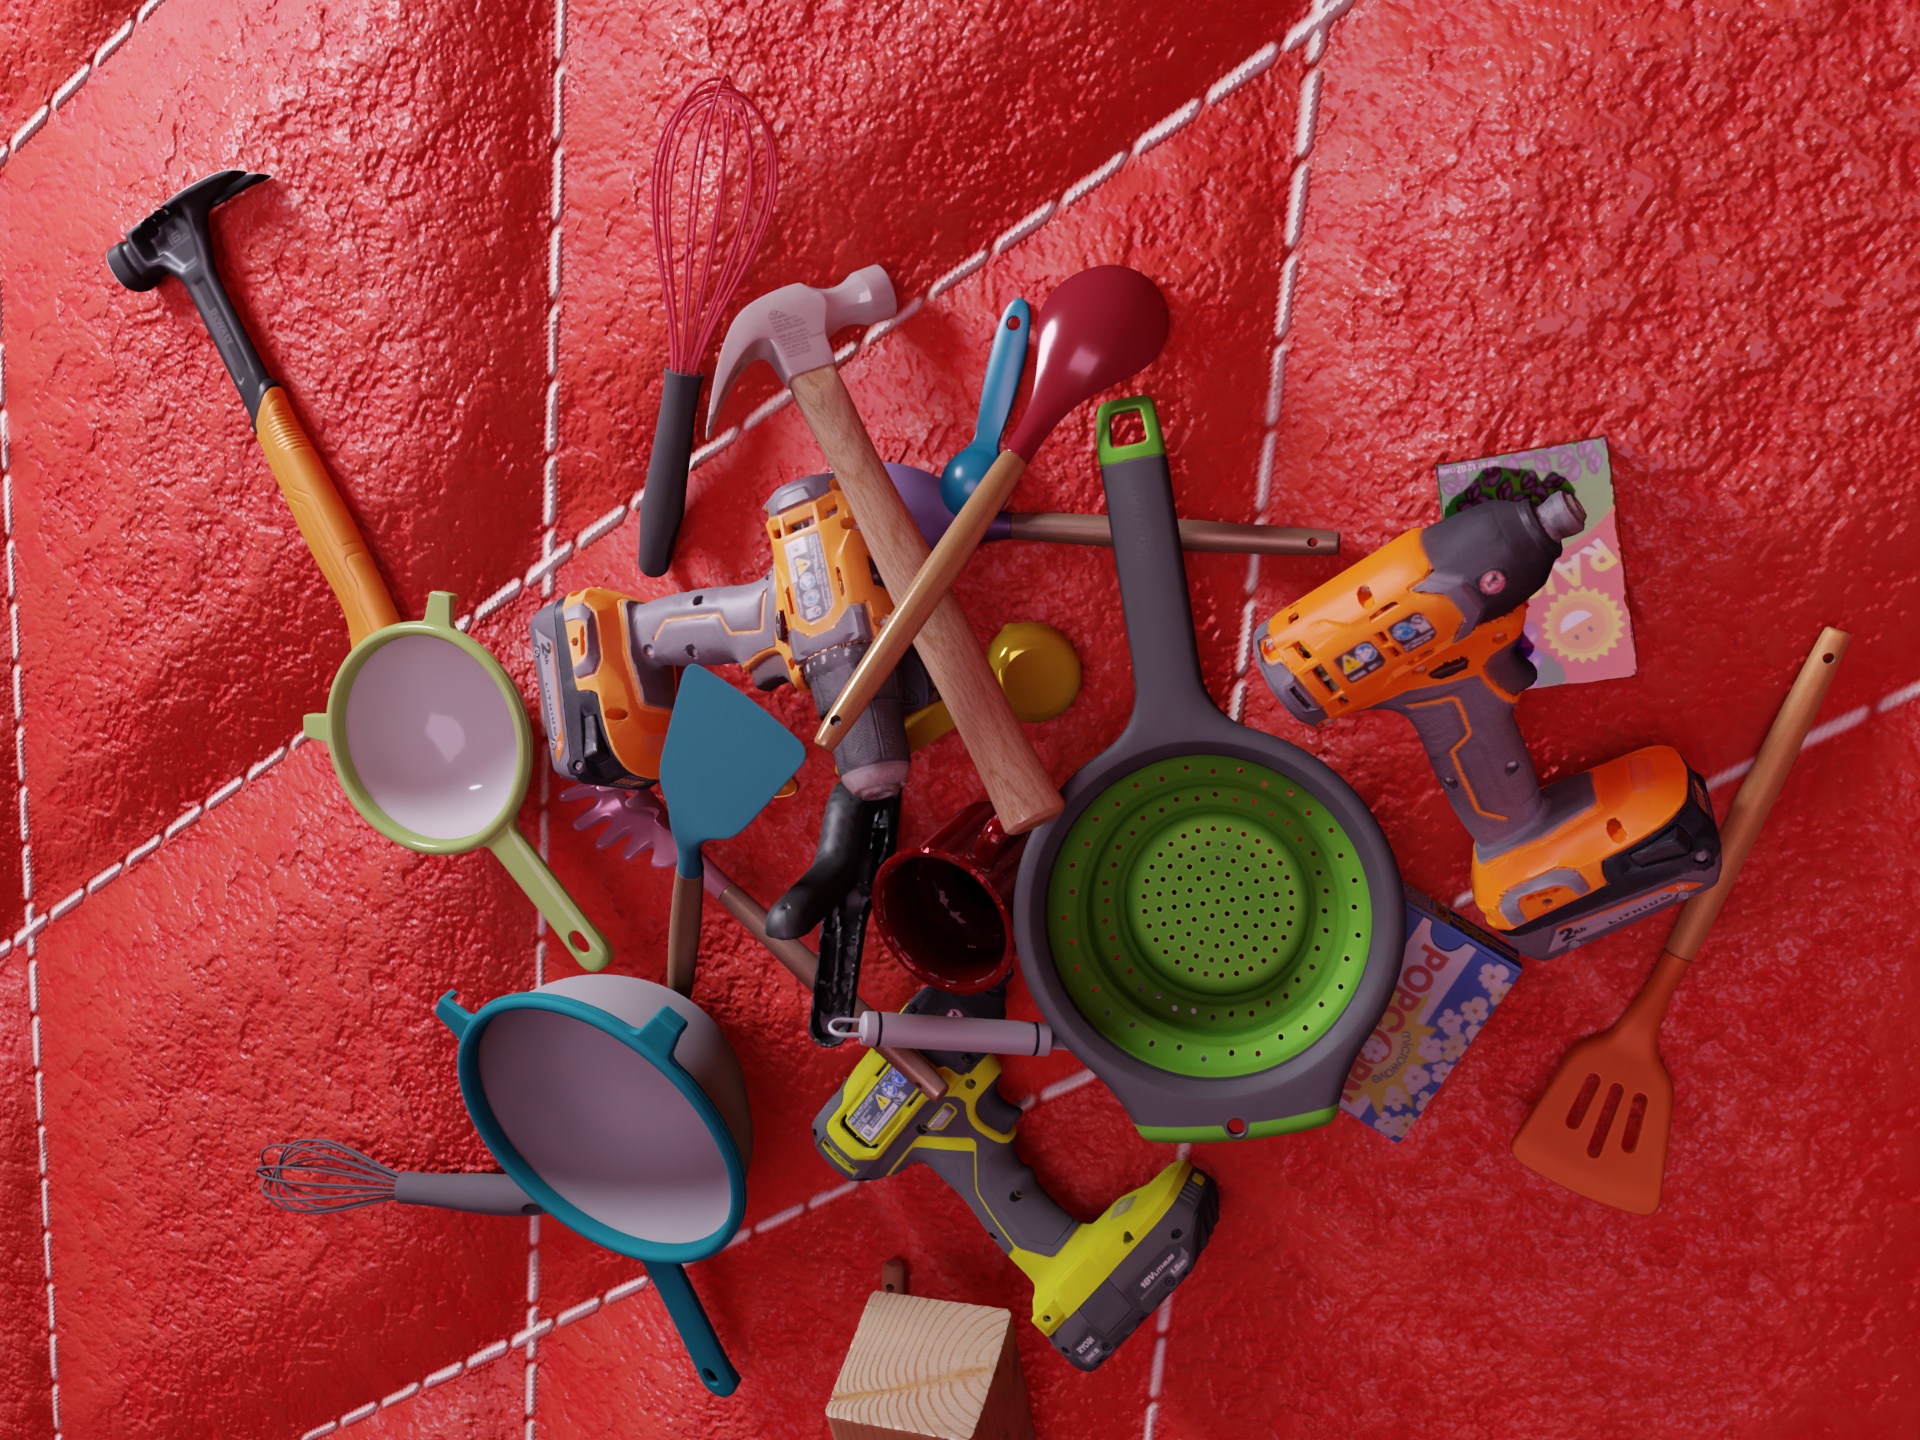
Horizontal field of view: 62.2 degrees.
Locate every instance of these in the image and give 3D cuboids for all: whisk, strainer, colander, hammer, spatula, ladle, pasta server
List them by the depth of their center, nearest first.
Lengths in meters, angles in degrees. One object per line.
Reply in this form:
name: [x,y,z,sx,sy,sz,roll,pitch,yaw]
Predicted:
spatula: [0.387,0.104,0.829,0.081,0.041,0.322,22,106,14]
ladle: [0.014,-0.117,0.834,0.069,0.031,0.315,31,81,12]
hammer: [-0.035,-0.090,0.861,0.130,0.031,0.331,-23,78,-17]
colander: [0.125,0.023,0.877,0.204,0.094,0.397,-9,87,13]
strainer: [0.052,0.181,0.902,0.258,0.087,0.050,6,127,-12]
spatula: [0.055,-0.112,0.906,0.316,0.018,0.060,6,98,18]
spatula: [-0.150,0.094,0.931,0.082,0.044,0.317,36,144,13]
whisk: [-0.159,-0.224,0.935,0.073,0.073,0.295,18,111,14]
pasta server: [-0.130,0.127,0.973,0.316,0.040,0.060,39,141,20]
strainer: [-0.295,0.049,1.026,0.151,0.069,0.256,-38,89,21]
strainer: [-0.190,0.291,1.039,0.211,0.095,0.340,-2,119,29]
hammer: [-0.439,-0.187,1.045,0.127,0.034,0.337,-24,93,22]
whisk: [-0.395,0.329,1.130,0.239,0.055,0.055,1,101,14]

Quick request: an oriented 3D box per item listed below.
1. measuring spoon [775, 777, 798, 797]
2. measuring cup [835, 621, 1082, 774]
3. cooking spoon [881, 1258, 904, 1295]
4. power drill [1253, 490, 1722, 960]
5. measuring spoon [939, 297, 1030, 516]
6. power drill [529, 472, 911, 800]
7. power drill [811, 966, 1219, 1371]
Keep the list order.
measuring spoon: [-0.157,0.032,1.011,0.117,0.011,0.021,10,103,12]
measuring cup: [-0.001,-0.003,0.912,0.156,0.029,0.062,-28,106,0]
cooking spoon: [-0.050,0.507,1.065,0.069,0.017,0.319,7,104,19]
power drill: [0.275,-0.001,0.781,0.164,0.084,0.226,-34,108,31]
measuring spoon: [0.016,-0.176,0.896,0.042,0.021,0.128,16,98,18]
power drill: [-0.132,-0.022,0.927,0.226,0.084,0.185,-19,75,23]
power drill: [0.038,0.260,0.958,0.223,0.080,0.171,41,110,10]
